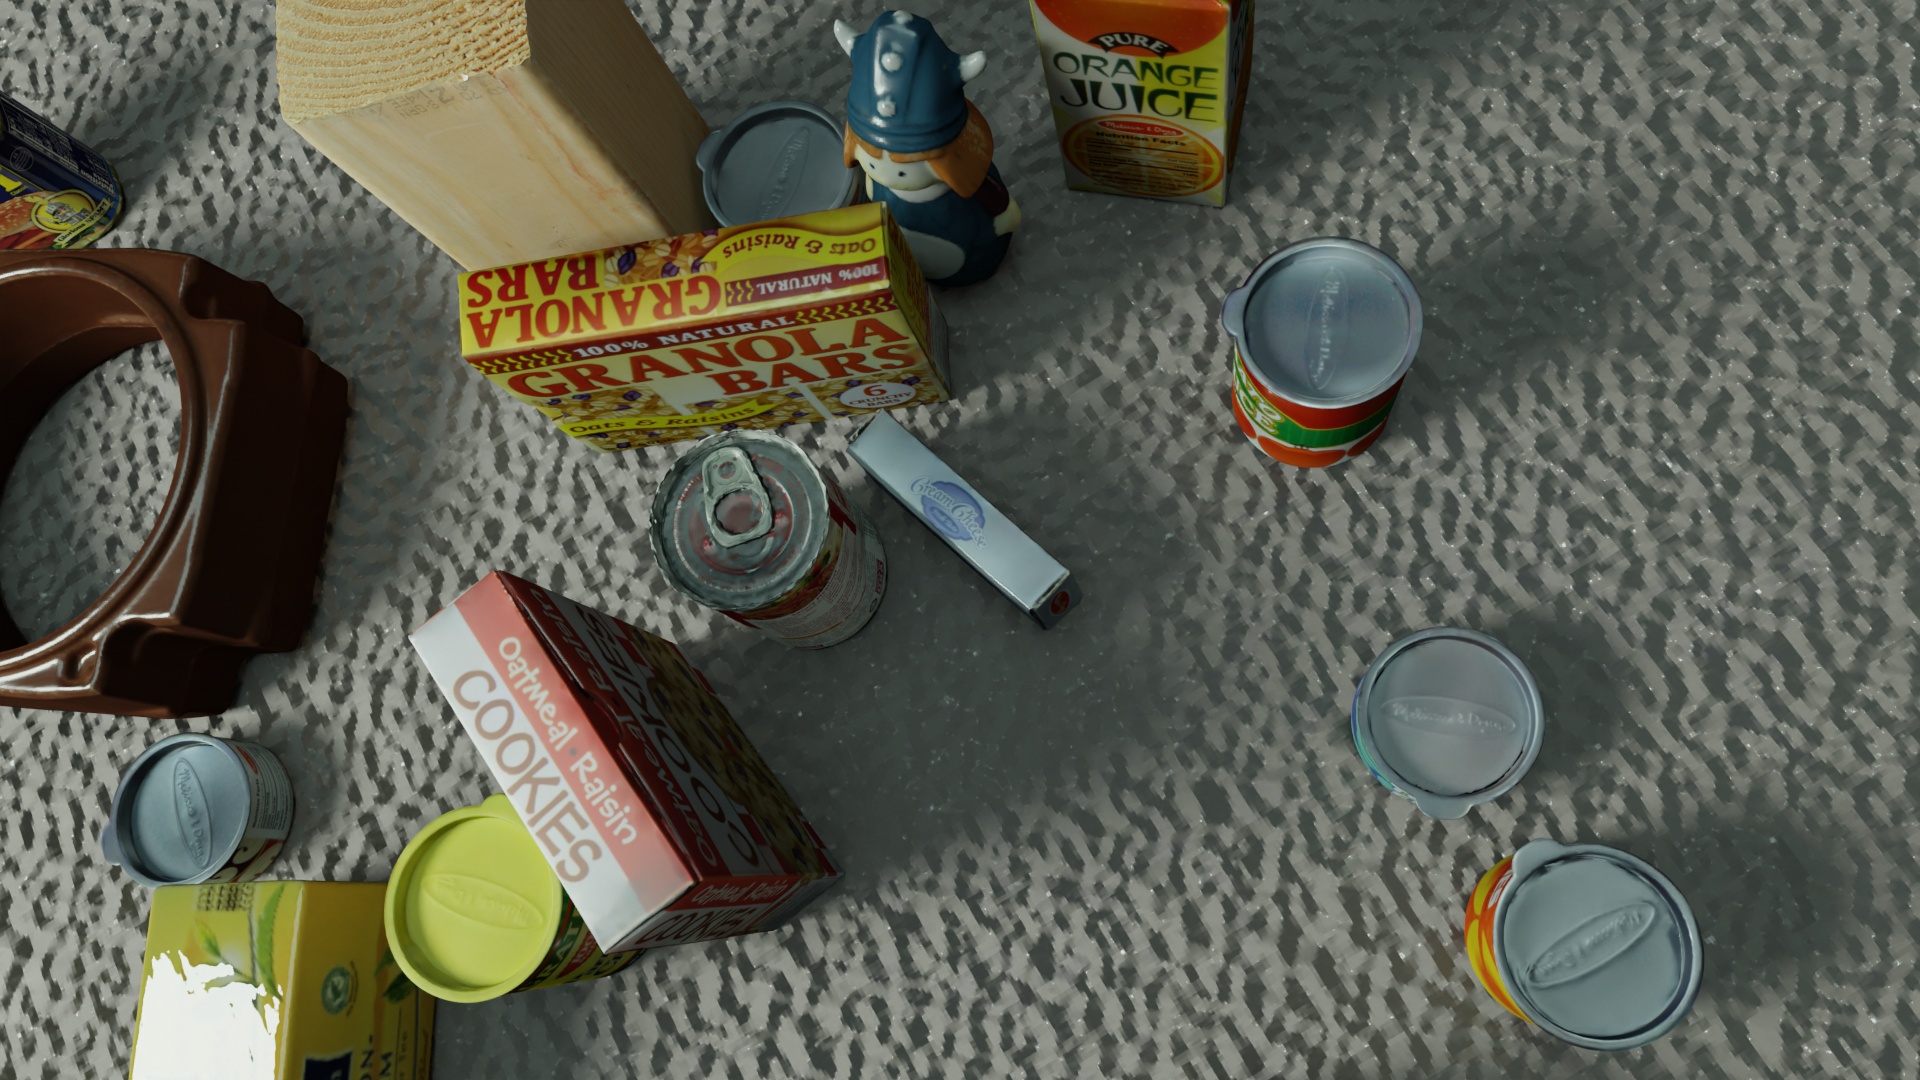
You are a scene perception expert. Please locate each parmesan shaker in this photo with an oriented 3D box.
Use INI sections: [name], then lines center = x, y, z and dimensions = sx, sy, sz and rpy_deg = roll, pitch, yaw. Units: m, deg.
[parmesan shaker]
center = -0.159, 0.134, 0.530
dimensions = 0.071, 0.103, 0.071
rpy_deg = -2, 76, 10

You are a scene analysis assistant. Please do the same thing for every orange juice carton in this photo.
[orange juice carton]
center = 0.072, -0.205, 0.526
dimensions = 0.073, 0.192, 0.072
rpy_deg = 10, 79, 12

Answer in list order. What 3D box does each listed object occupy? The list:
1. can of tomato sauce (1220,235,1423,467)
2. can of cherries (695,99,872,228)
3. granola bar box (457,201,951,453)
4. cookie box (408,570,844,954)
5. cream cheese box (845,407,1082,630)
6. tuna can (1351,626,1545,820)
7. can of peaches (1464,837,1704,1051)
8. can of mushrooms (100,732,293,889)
[can of tomato sauce]
center = 0.137, -0.070, 0.539
dimensions = 0.071, 0.083, 0.071
rpy_deg = -2, 76, 10
[can of cherries]
center = -0.074, -0.150, 0.609
dimensions = 0.071, 0.058, 0.071
rpy_deg = -2, 76, 10
[granola bar box]
center = -0.095, -0.080, 0.561
dimensions = 0.165, 0.124, 0.039
rpy_deg = -8, 76, 8
[cookie box]
center = -0.111, 0.082, 0.501
dimensions = 0.040, 0.167, 0.123
rpy_deg = -39, 73, 0
[cream cheese box]
center = 0.002, -0.007, 0.562
dimensions = 0.104, 0.053, 0.024
rpy_deg = 41, 87, 16
[tuna can]
center = 0.182, 0.070, 0.522
dimensions = 0.071, 0.032, 0.071
rpy_deg = -2, 76, 10
[can of peaches]
center = 0.214, 0.138, 0.486
dimensions = 0.071, 0.058, 0.071
rpy_deg = -2, 76, 10
[can of mushrooms]
center = -0.329, 0.118, 0.600
dimensions = 0.071, 0.033, 0.071
rpy_deg = -2, 76, 10
